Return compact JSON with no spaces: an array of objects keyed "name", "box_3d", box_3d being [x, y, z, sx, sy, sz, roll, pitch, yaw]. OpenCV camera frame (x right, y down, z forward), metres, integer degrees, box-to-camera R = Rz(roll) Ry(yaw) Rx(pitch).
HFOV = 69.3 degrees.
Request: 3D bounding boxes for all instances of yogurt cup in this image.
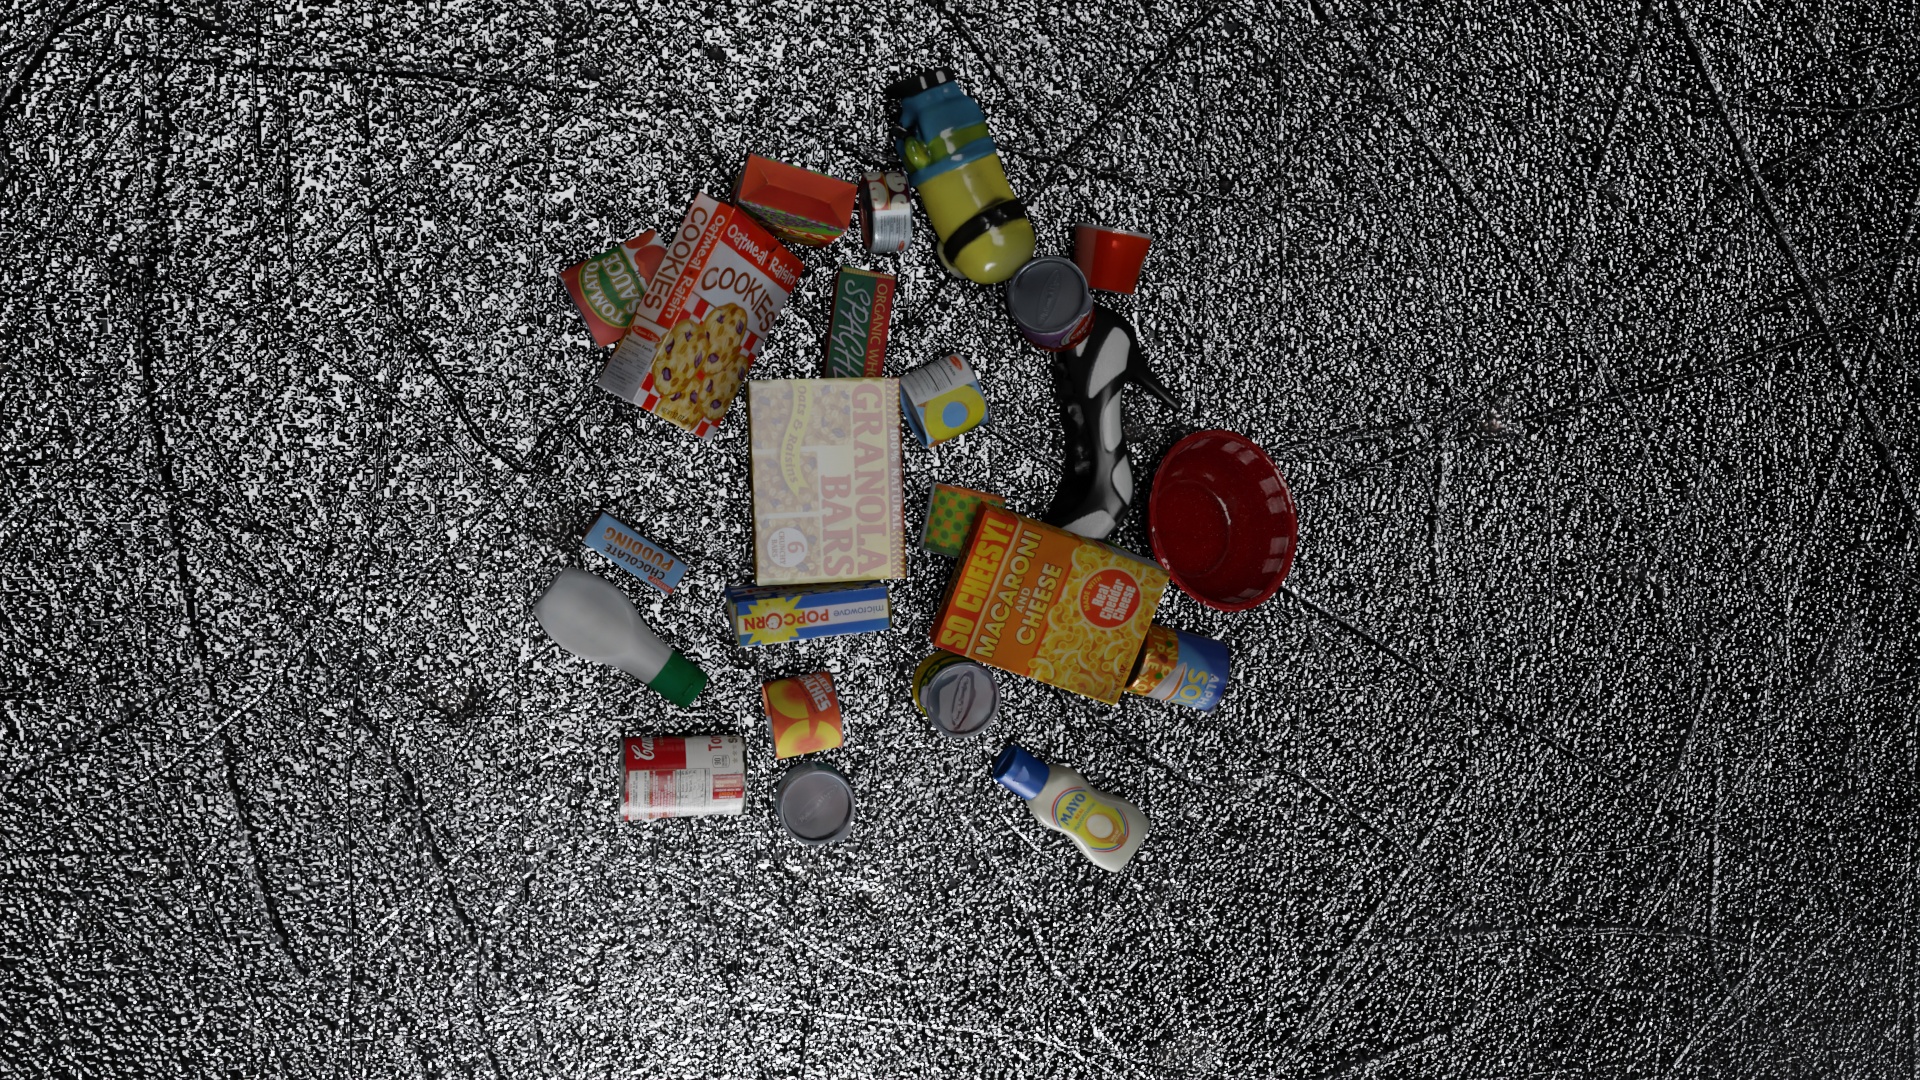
[{"name":"yogurt cup","box_3d":[0.127,-0.242,1.193,0.072,0.072,0.053,7,103,-15]}]

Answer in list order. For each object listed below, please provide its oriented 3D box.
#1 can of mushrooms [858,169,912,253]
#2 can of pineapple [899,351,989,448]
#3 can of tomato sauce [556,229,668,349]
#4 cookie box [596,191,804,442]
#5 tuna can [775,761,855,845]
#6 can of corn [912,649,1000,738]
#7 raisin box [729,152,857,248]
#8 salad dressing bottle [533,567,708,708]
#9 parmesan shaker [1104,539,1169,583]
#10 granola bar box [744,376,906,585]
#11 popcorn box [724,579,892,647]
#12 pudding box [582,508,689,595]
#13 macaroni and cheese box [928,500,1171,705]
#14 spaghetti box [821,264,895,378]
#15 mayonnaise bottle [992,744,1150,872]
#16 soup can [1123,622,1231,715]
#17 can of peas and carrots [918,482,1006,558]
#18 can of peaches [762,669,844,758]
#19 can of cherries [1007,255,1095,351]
[{"name":"can of mushrooms","box_3d":[-0.062,-0.271,1.141,0.033,0.071,0.071,-7,98,-12]},{"name":"can of pineapple","box_3d":[-0.015,-0.116,1.170,0.058,0.071,0.071,-25,102,-10]},{"name":"can of tomato sauce","box_3d":[-0.264,-0.199,1.094,0.083,0.071,0.071,-29,103,-10]},{"name":"cookie box","box_3d":[-0.199,-0.171,1.088,0.040,0.123,0.167,27,89,21]},{"name":"tuna can","box_3d":[-0.124,0.227,1.197,0.071,0.033,0.071,-2,97,-14]},{"name":"can of corn","box_3d":[-0.007,0.131,1.203,0.071,0.058,0.071,-2,97,-14]},{"name":"raisin box","box_3d":[-0.135,-0.264,1.092,0.086,0.123,0.040,12,92,-15]},{"name":"salad dressing bottle","box_3d":[-0.276,0.082,1.137,0.147,0.044,0.064,39,84,-16]},{"name":"parmesan shaker","box_3d":[0.126,0.059,1.222,0.071,0.071,0.103,35,87,-15]},{"name":"granola bar box","box_3d":[-0.110,-0.050,1.135,0.124,0.039,0.165,-3,97,-12]},{"name":"popcorn box","box_3d":[-0.127,0.055,1.150,0.127,0.085,0.038,-6,99,-14]},{"name":"pudding box","box_3d":[-0.264,0.009,1.128,0.083,0.049,0.030,35,86,-15]},{"name":"macaroni and cheese box","box_3d":[0.073,0.053,1.152,0.166,0.040,0.123,19,99,-13]},{"name":"spaghetti box","box_3d":[-0.096,-0.103,1.169,0.050,0.029,0.249,7,94,-15]},{"name":"mayonnaise bottle","box_3d":[0.097,0.237,1.250,0.148,0.041,0.065,35,89,-16]},{"name":"soup can","box_3d":[0.190,0.114,1.245,0.084,0.071,0.071,14,93,-15]},{"name":"can of peas and carrots","box_3d":[0.004,-0.015,1.184,0.071,0.071,0.058,10,93,-15]},{"name":"can of peaches","box_3d":[-0.133,0.145,1.167,0.058,0.071,0.071,-10,99,-12]},{"name":"can of cherries","box_3d":[0.079,-0.194,1.151,0.071,0.058,0.071,-2,80,12]}]
